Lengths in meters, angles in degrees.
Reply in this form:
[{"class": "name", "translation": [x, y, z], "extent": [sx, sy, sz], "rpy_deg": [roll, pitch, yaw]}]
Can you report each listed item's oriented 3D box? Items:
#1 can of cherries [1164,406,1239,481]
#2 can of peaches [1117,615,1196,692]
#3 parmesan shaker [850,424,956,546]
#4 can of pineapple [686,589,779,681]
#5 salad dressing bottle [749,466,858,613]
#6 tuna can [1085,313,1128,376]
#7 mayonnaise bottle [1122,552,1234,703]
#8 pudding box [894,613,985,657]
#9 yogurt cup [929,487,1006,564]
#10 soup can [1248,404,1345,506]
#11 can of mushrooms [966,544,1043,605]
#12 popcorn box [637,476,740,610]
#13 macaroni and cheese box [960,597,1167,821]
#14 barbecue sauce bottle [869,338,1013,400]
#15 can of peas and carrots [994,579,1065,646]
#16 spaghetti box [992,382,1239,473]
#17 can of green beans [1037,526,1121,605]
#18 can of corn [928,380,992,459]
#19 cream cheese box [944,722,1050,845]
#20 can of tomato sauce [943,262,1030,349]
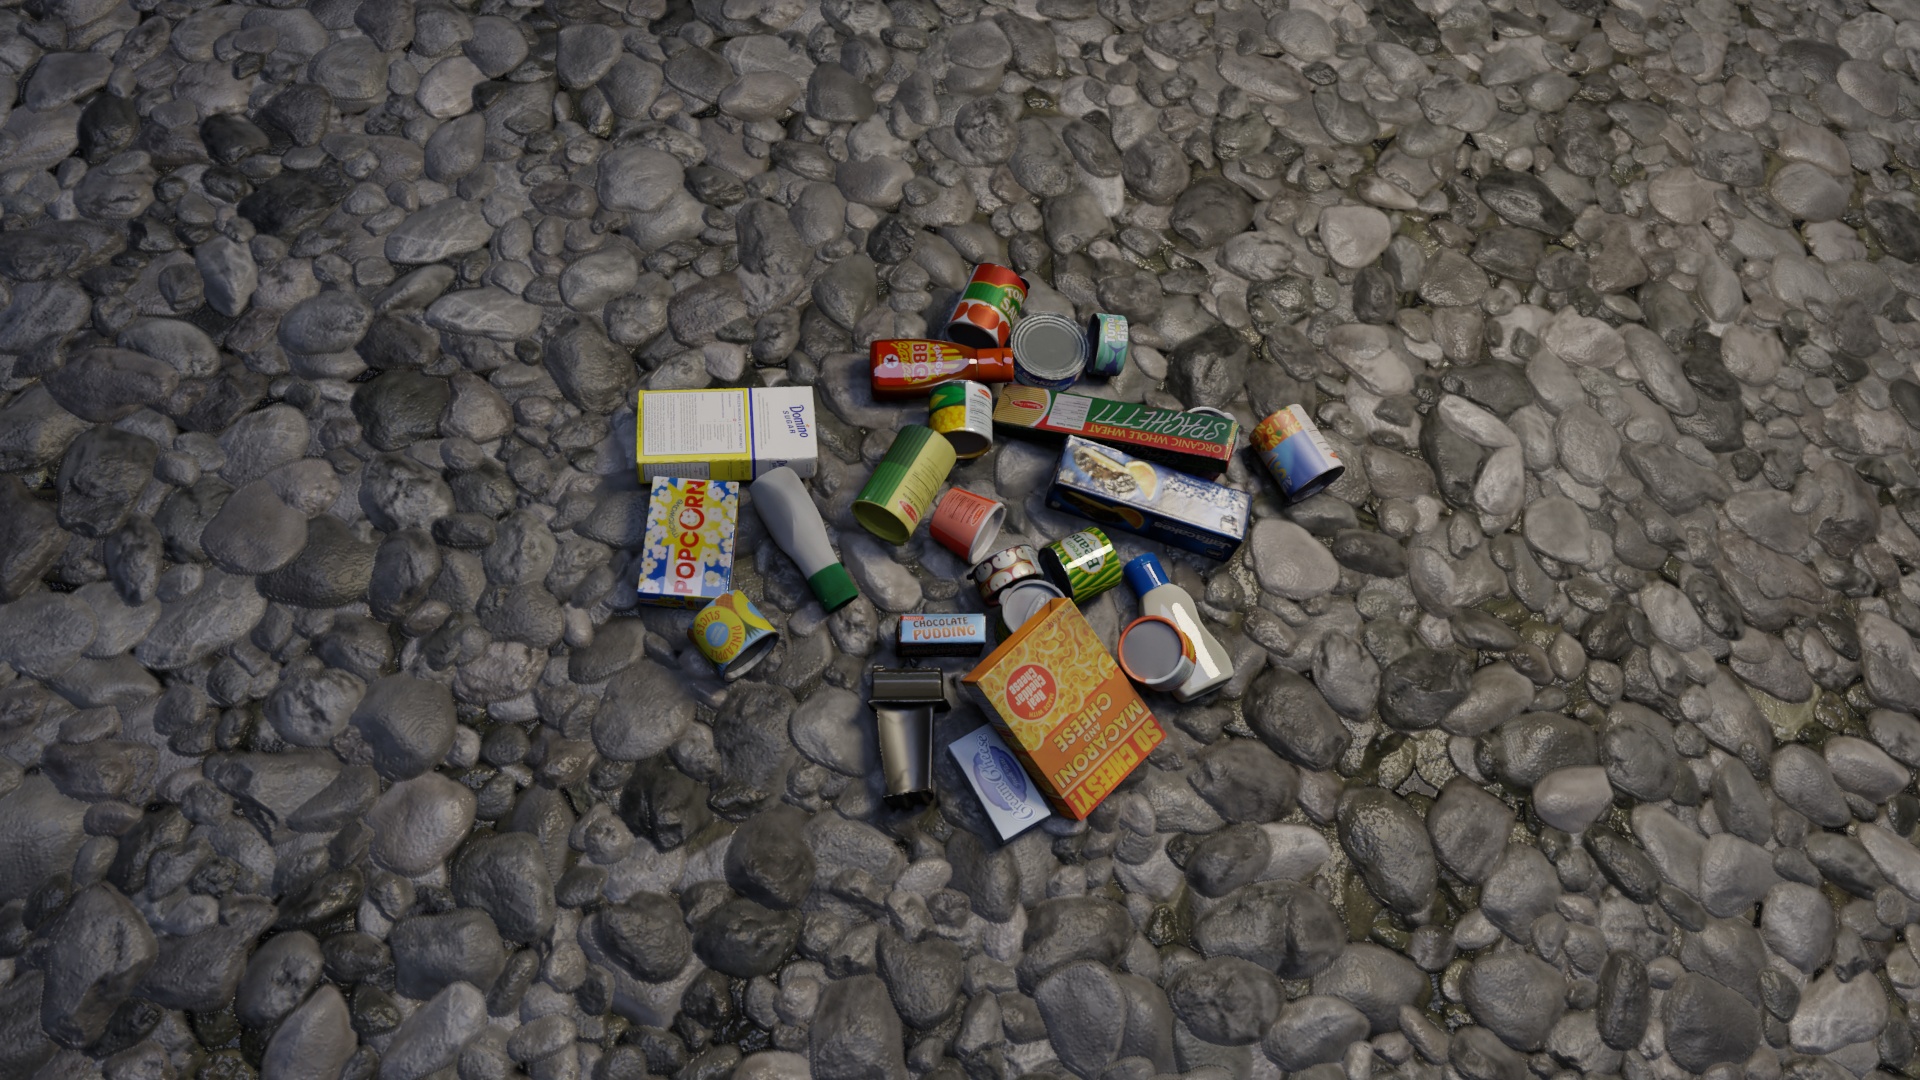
[{"class": "can of cherries", "translation": [0.254, -0.098, 1.456], "extent": [0.071, 0.058, 0.072], "rpy_deg": [3, 64, -6]}, {"class": "can of peaches", "translation": [0.185, 0.106, 1.318], "extent": [0.071, 0.058, 0.071], "rpy_deg": [-4, 76, 17]}, {"class": "parmesan shaker", "translation": [-0.055, -0.056, 1.389], "extent": [0.071, 0.071, 0.103], "rpy_deg": [28, 64, 5]}, {"class": "can of pineapple", "translation": [-0.213, 0.088, 1.294], "extent": [0.071, 0.070, 0.058], "rpy_deg": [-38, 75, -22]}, {"class": "salad dressing bottle", "translation": [-0.151, 0.000, 1.352], "extent": [0.044, 0.064, 0.148], "rpy_deg": [-24, 78, -38]}, {"class": "tuna can", "translation": [0.157, -0.211, 1.487], "extent": [0.033, 0.070, 0.071], "rpy_deg": [4, 65, -8]}, {"class": "mayonnaise bottle", "translation": [0.210, 0.083, 1.374], "extent": [0.065, 0.041, 0.148], "rpy_deg": [-21, 69, -12]}, {"class": "pudding box", "translation": [-0.019, 0.091, 1.332], "extent": [0.084, 0.049, 0.030], "rpy_deg": [1, 67, -8]}, {"class": "yogurt cup", "translation": [0.005, -0.017, 1.379], "extent": [0.054, 0.072, 0.073], "rpy_deg": [27, 64, 14]}, {"class": "soup can", "translation": [0.351, -0.090, 1.463], "extent": [0.071, 0.071, 0.084], "rpy_deg": [-24, 70, -18]}, {"class": "can of mushrooms", "translation": [0.044, 0.035, 1.359], "extent": [0.071, 0.070, 0.033], "rpy_deg": [-20, 71, -17]}, {"class": "popcorn box", "translation": [-0.261, 0.003, 1.344], "extent": [0.085, 0.038, 0.127], "rpy_deg": [4, 65, -5]}, {"class": "macaroni and cheese box", "translation": [0.098, 0.155, 1.287], "extent": [0.124, 0.040, 0.166], "rpy_deg": [-40, 103, -20]}, {"class": "barbecue sauce bottle", "translation": [-0.019, -0.180, 1.451], "extent": [0.149, 0.043, 0.065], "rpy_deg": [-2, 70, 0]}, {"class": "can of peas and carrots", "translation": [0.066, 0.078, 1.345], "extent": [0.071, 0.058, 0.071], "rpy_deg": [3, 64, -6]}, {"class": "spaghetti box", "translation": [0.157, -0.116, 1.424], "extent": [0.250, 0.028, 0.050], "rpy_deg": [12, 64, 18]}, {"class": "can of green beans", "translation": [0.118, 0.027, 1.373], "extent": [0.058, 0.071, 0.071], "rpy_deg": [-24, 71, -18]}, {"class": "can of corn", "translation": [-0.002, -0.123, 1.428], "extent": [0.071, 0.071, 0.058], "rpy_deg": [3, 65, -7]}, {"class": "cream cheese box", "translation": [0.034, 0.225, 1.291], "extent": [0.053, 0.024, 0.104], "rpy_deg": [-27, 71, -17]}, {"class": "can of tomato sauce", "translation": [0.029, -0.244, 1.486], "extent": [0.071, 0.071, 0.083], "rpy_deg": [23, 65, 3]}]
